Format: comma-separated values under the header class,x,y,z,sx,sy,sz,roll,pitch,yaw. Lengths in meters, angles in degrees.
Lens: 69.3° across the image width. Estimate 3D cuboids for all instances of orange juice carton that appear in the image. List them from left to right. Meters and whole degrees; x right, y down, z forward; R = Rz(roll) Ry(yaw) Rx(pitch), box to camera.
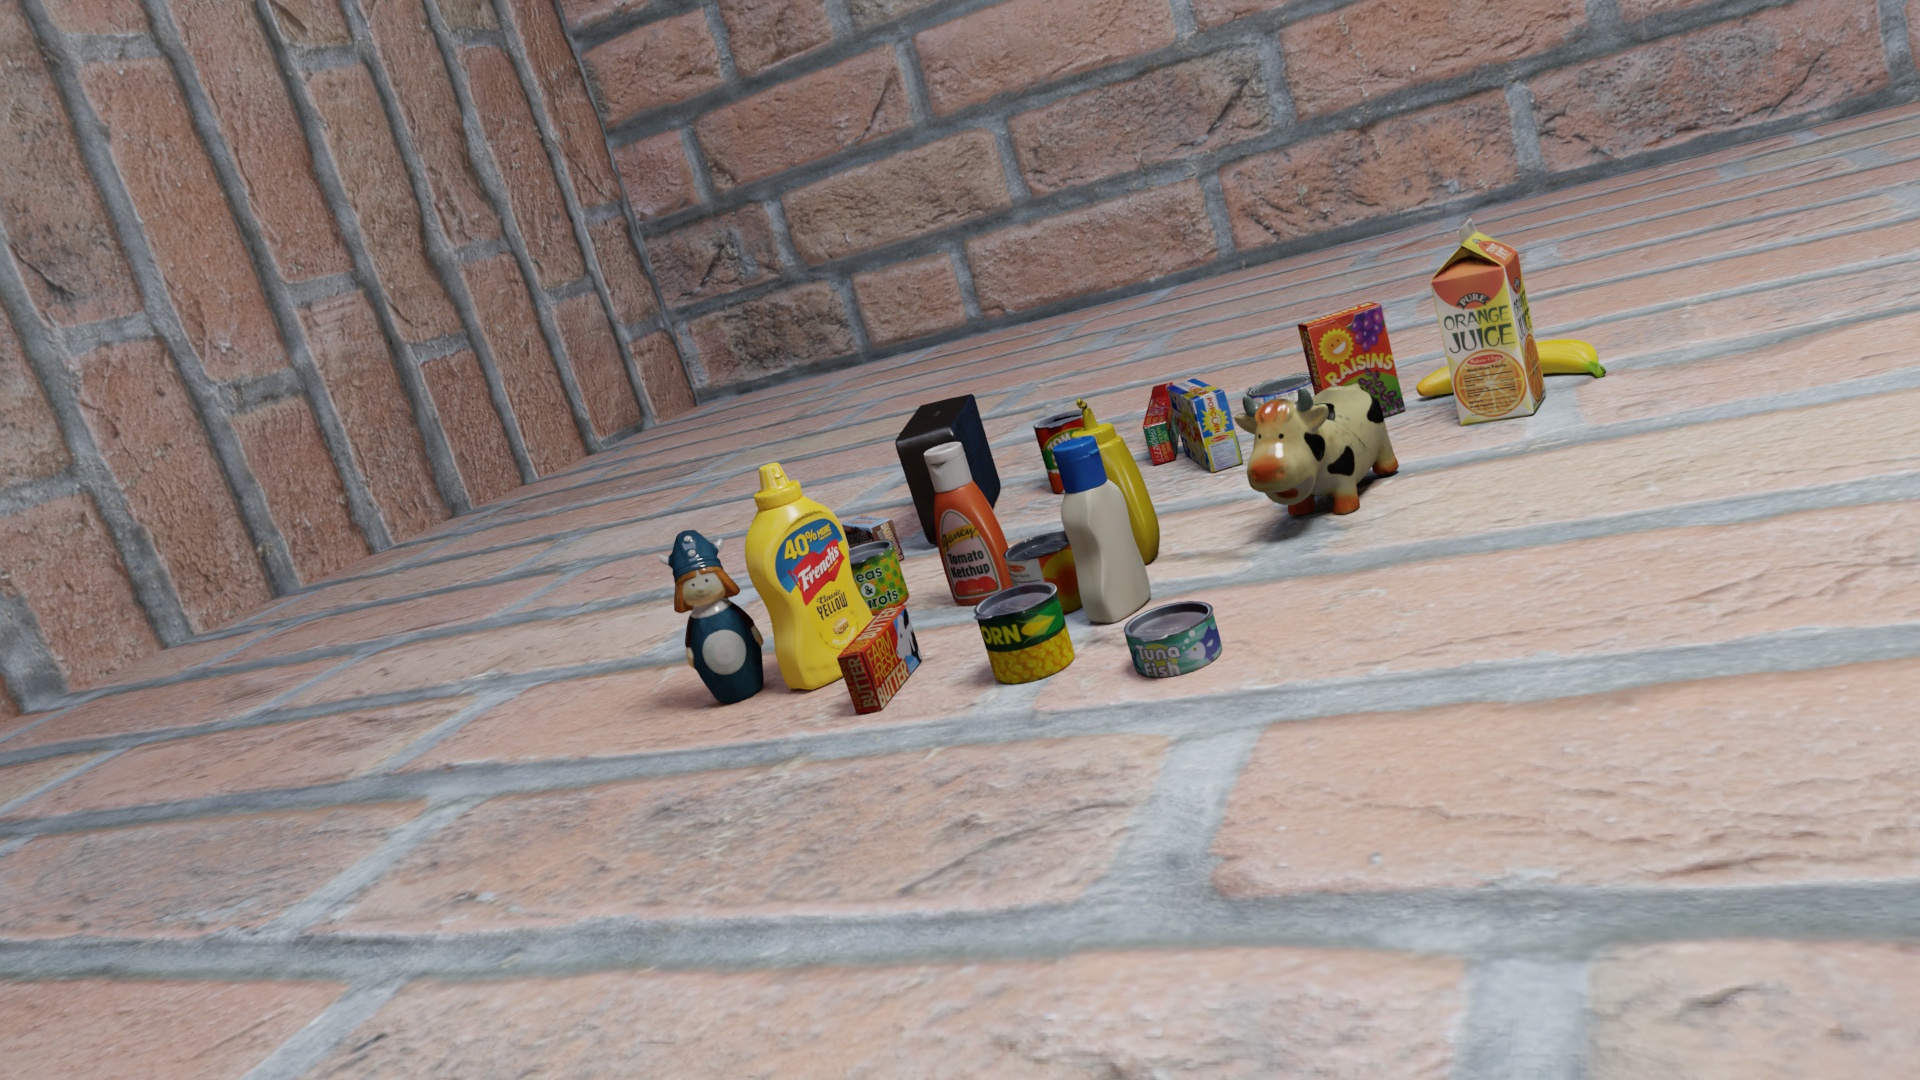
class,x,y,z,sx,sy,sz,roll,pitch,yaw
orange juice carton,0.517,-0.218,1.370,0.073,0.192,0.072,-8,16,35

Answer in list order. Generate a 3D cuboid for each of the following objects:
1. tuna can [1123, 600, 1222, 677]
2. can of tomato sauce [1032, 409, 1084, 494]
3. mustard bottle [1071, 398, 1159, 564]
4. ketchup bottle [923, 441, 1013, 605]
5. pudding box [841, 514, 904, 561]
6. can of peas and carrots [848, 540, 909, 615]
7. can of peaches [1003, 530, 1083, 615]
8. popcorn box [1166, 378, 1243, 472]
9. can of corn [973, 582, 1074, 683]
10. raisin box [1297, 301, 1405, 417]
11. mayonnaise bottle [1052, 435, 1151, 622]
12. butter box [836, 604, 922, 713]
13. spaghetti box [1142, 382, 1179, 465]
class,x,y,z,sx,sy,sz,roll,pitch,yaw
tuna can,0.153,0.072,1.001,0.071,0.032,0.071,-16,13,4
can of tomato sauce,0.128,-0.103,1.618,0.071,0.083,0.071,-16,13,4
mustard bottle,0.133,-0.054,1.252,0.065,0.160,0.049,-11,15,26
ketchup bottle,0.005,-0.016,1.283,0.064,0.148,0.044,-10,15,28
pudding box,-0.098,0.000,1.557,0.030,0.049,0.083,-23,15,-24
can of peas and carrots,-0.090,0.039,1.372,0.071,0.058,0.071,-16,13,4
can of peaches,0.079,0.029,1.206,0.071,0.058,0.071,-16,13,4
popcorn box,0.271,-0.130,1.546,0.038,0.085,0.127,-17,13,-1
can of corn,0.048,0.072,1.072,0.071,0.058,0.071,-16,13,4
raisin box,0.424,-0.188,1.509,0.086,0.123,0.040,-17,13,-1
mayonnaise bottle,0.112,-0.010,1.132,0.041,0.147,0.065,-4,18,45
butter box,-0.064,0.095,1.128,0.024,0.053,0.104,-12,14,22
spaghetti box,0.250,-0.147,1.715,0.028,0.050,0.251,-14,14,14
